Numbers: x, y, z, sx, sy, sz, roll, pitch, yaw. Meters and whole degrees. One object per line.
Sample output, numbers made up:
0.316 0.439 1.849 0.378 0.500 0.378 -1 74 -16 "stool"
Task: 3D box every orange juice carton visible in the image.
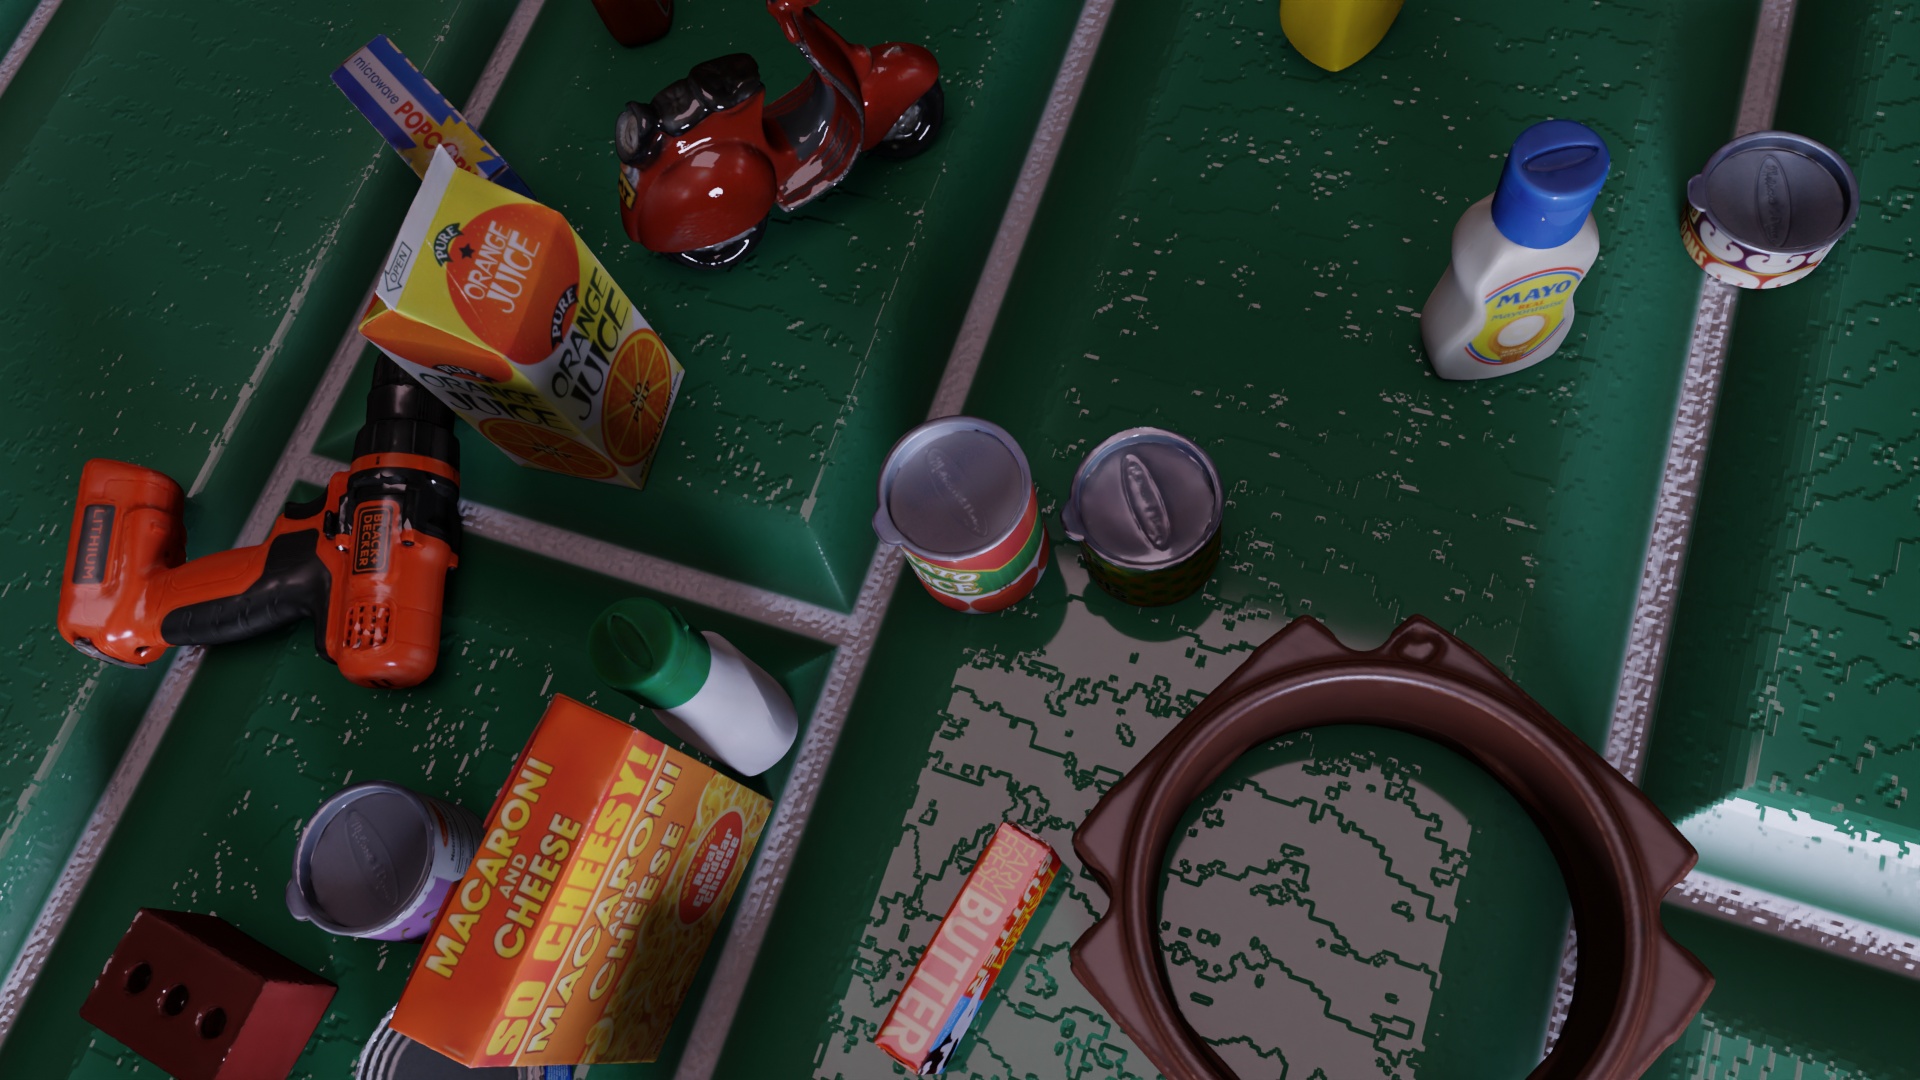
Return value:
-0.201 -0.095 0.632 0.073 0.192 0.072 11 73 14 "orange juice carton"

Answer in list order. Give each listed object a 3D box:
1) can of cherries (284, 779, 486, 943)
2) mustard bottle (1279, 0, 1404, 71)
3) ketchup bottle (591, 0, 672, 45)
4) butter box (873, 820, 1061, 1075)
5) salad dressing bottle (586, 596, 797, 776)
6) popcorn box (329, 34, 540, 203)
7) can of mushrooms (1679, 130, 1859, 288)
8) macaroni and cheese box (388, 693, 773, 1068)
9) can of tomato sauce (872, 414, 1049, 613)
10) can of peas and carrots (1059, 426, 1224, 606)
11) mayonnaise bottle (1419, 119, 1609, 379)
-0.255 0.146 0.623 0.071 0.058 0.072 -3 70 9 "can of cherries"
0.186 -0.293 0.656 0.065 0.159 0.049 -44 69 -7 "mustard bottle"
-0.201 -0.338 0.746 0.043 0.148 0.065 -18 68 3 "ketchup bottle"
0.005 0.168 0.573 0.024 0.053 0.104 28 77 18 "butter box"
-0.110 0.061 0.582 0.044 0.147 0.064 -38 68 -5 "salad dressing bottle"
-0.269 -0.200 0.741 0.038 0.085 0.127 -42 69 -6 "popcorn box"
0.368 -0.152 0.639 0.071 0.033 0.071 -3 69 9 "can of mushrooms"
-0.139 0.140 0.547 0.040 0.166 0.124 19 75 16 "macaroni and cheese box"
0.002 -0.008 0.623 0.071 0.083 0.071 -3 70 9 "can of tomato sauce"
0.082 -0.008 0.622 0.071 0.058 0.071 -3 70 9 "can of peas and carrots"
0.236 -0.119 0.588 0.065 0.147 0.041 -13 69 5 "mayonnaise bottle"
